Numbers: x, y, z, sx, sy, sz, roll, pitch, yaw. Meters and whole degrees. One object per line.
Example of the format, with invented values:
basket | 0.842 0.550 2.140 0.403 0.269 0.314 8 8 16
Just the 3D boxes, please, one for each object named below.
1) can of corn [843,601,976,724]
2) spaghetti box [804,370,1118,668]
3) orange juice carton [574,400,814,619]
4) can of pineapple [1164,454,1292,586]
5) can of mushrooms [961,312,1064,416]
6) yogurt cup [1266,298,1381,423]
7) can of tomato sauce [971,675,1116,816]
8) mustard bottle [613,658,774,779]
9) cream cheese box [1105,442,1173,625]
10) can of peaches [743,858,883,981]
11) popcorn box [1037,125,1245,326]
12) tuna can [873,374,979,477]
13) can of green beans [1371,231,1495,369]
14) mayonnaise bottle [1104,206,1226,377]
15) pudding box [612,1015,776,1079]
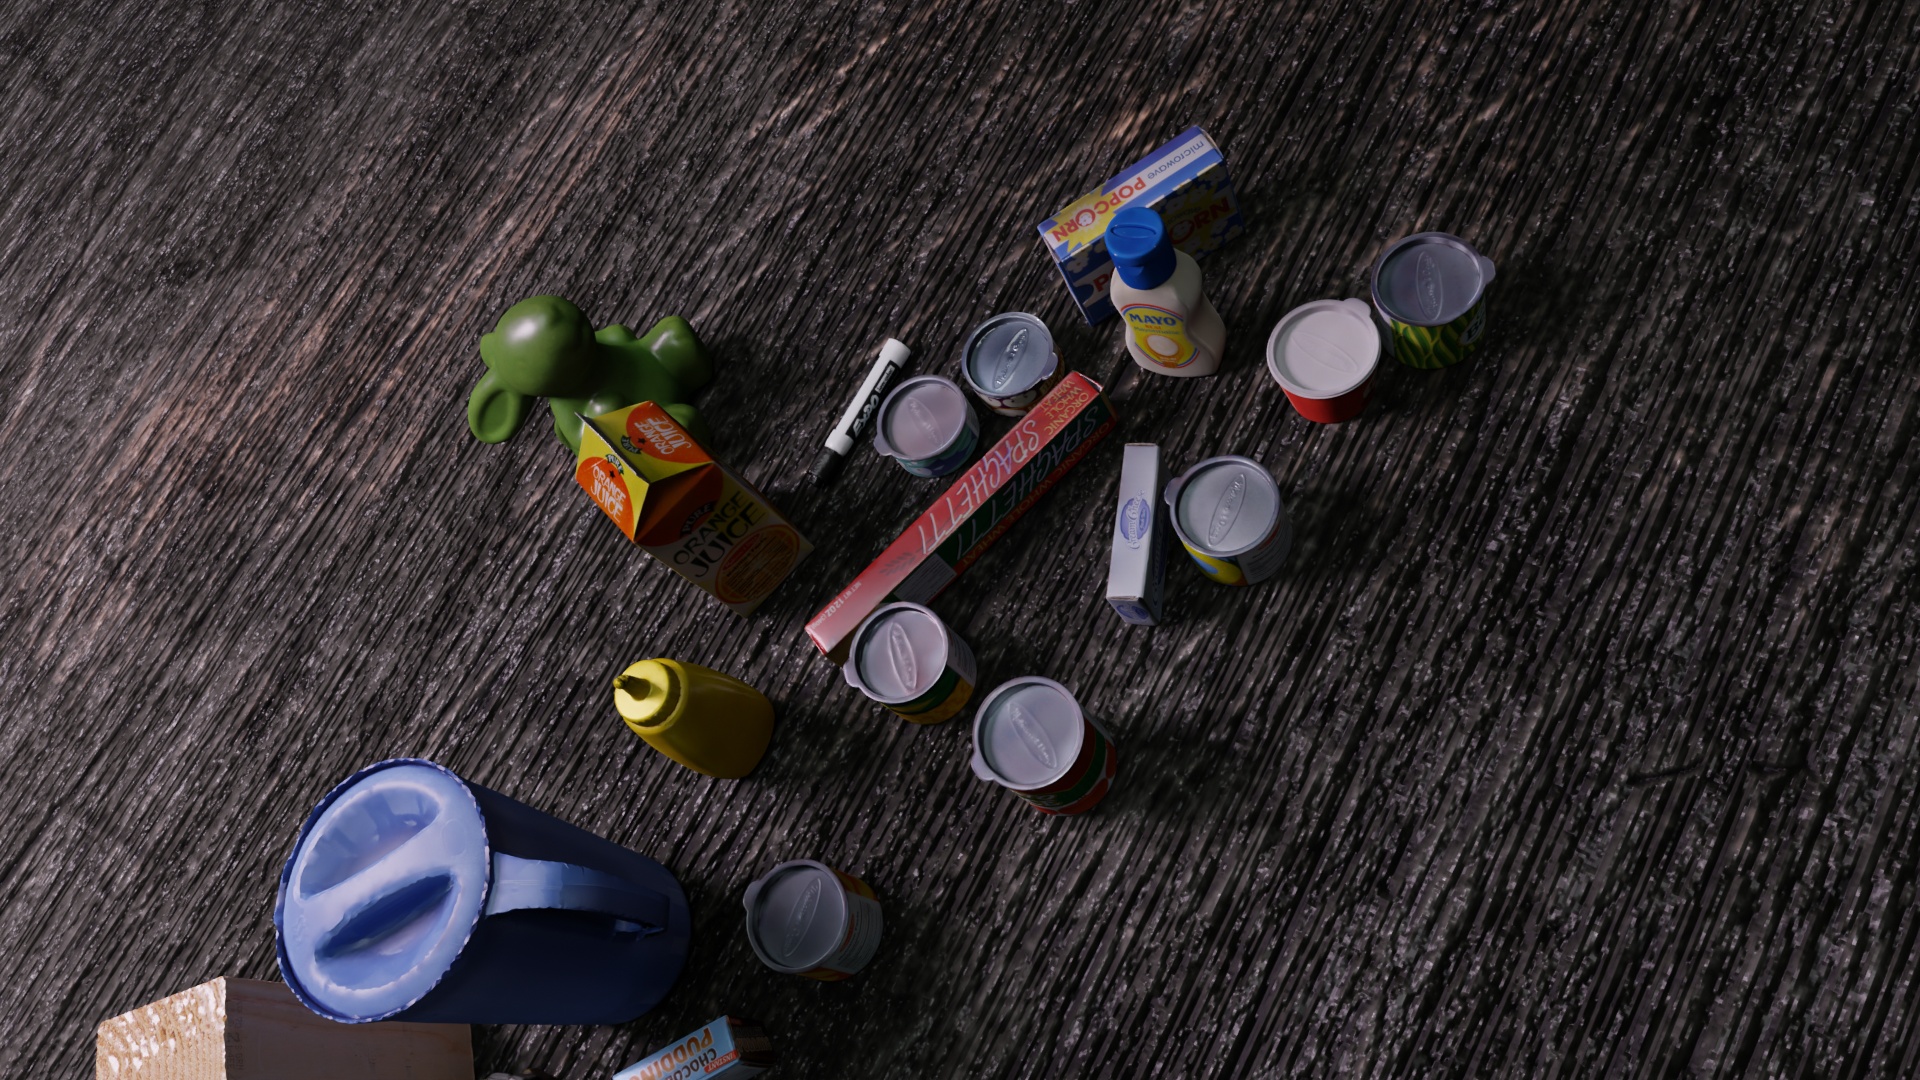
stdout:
can of corn | -0.031 0.080 0.886 0.071 0.058 0.071 -8 66 18
spaghetti box | 0.003 -0.011 0.917 0.250 0.050 0.029 -44 60 -1
orange juice carton | -0.180 -0.024 0.910 0.073 0.192 0.072 -46 60 -2
can of pineapple | 0.165 -0.012 0.851 0.071 0.057 0.071 -8 66 18
can of mushrooms | 0.039 -0.120 0.959 0.071 0.033 0.071 -8 66 18
yogurt cup | 0.230 -0.109 0.870 0.072 0.054 0.072 -8 66 18
can of tomato sauce | 0.050 0.125 0.822 0.071 0.083 0.071 -8 66 18
mustard bottle | -0.173 0.105 0.871 0.049 0.160 0.065 16 75 26
cream cheese box | 0.114 -0.003 0.869 0.024 0.053 0.104 1 69 21
can of peaches | -0.089 0.230 0.844 0.071 0.058 0.071 -8 66 18
popcorn box | 0.123 -0.210 0.936 0.126 0.085 0.038 -32 61 6
tuna can | -0.024 -0.077 0.965 0.071 0.032 0.071 -8 66 18
can of green beans | 0.291 -0.148 0.861 0.071 0.057 0.071 -8 66 18
mayonnaise bottle | 0.125 -0.154 0.875 0.065 0.147 0.041 10 73 24
pudding box | -0.160 0.320 0.837 0.083 0.049 0.030 -30 61 7
